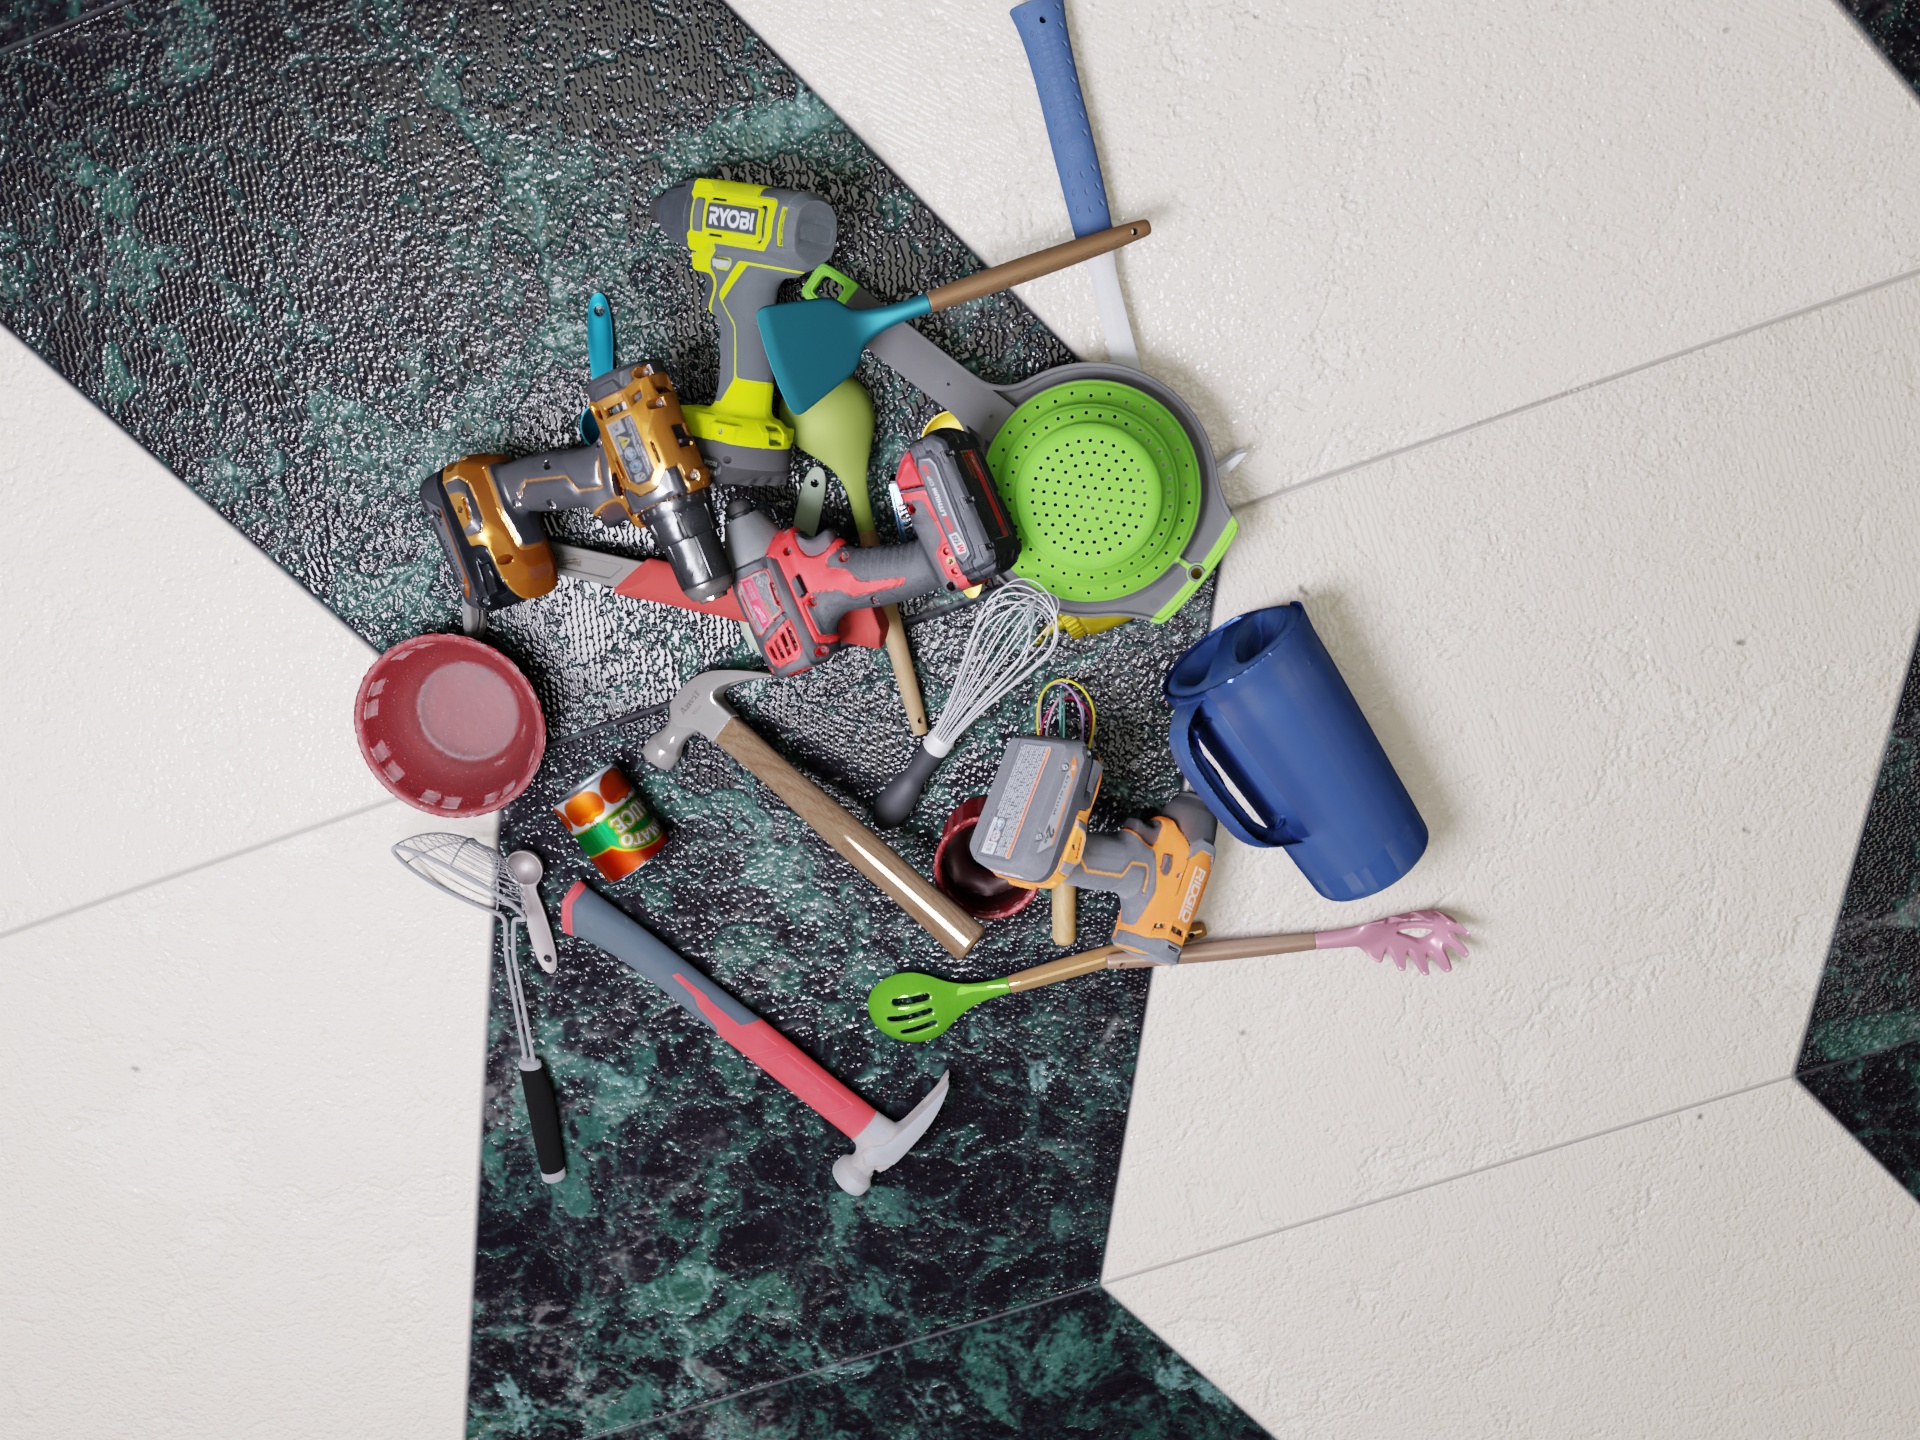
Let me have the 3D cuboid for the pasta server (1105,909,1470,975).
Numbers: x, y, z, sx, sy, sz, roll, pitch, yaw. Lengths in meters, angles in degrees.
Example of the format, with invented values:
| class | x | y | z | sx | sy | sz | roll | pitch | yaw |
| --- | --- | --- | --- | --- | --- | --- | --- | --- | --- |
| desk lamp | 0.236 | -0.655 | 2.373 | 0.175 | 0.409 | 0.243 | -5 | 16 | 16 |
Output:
| class | x | y | z | sx | sy | sz | roll | pitch | yaw |
| --- | --- | --- | --- | --- | --- | --- | --- | --- | --- |
| pasta server | 0.286 | 0.201 | 1.400 | 0.316 | 0.040 | 0.060 | -5 | 119 | -2 |

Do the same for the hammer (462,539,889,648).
| class | x | y | z | sx | sy | sz | roll | pitch | yaw |
| --- | --- | --- | --- | --- | --- | --- | --- | --- | --- |
| hammer | -0.236 | -0.103 | 1.309 | 0.359 | 0.037 | 0.149 | 13 | 104 | 7 |

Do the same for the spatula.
| class | x | y | z | sx | sy | sz | roll | pitch | yaw |
| --- | --- | --- | --- | --- | --- | --- | --- | --- | --- |
| spatula | 0.002 | -0.324 | 1.208 | 0.317 | 0.044 | 0.082 | -21 | 109 | -7 |

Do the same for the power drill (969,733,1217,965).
| class | x | y | z | sx | sy | sz | roll | pitch | yaw |
| --- | --- | --- | --- | --- | --- | --- | --- | --- | --- |
| power drill | 0.127 | 0.093 | 1.317 | 0.226 | 0.084 | 0.164 | 31 | 75 | -37 |

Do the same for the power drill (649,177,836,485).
| class | x | y | z | sx | sy | sz | roll | pitch | yaw |
| --- | --- | --- | --- | --- | --- | --- | --- | --- | --- |
| power drill | -0.188 | -0.306 | 1.244 | 0.171 | 0.080 | 0.223 | 19 | 107 | 33 |

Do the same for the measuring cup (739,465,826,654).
| class | x | y | z | sx | sy | sz | roll | pitch | yaw |
| --- | --- | --- | --- | --- | --- | --- | --- | --- | --- |
| measuring cup | -0.138 | -0.129 | 1.327 | 0.083 | 0.038 | 0.167 | 14 | 106 | -3 |

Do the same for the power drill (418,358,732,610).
| class | x | y | z | sx | sy | sz | roll | pitch | yaw |
| --- | --- | --- | --- | --- | --- | --- | --- | --- | --- |
| power drill | -0.289 | -0.154 | 1.231 | 0.226 | 0.084 | 0.185 | -19 | 98 | 25 |

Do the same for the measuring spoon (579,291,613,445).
| class | x | y | z | sx | sy | sz | roll | pitch | yaw |
| --- | --- | --- | --- | --- | --- | --- | --- | --- | --- |
| measuring spoon | -0.291 | -0.285 | 1.305 | 0.042 | 0.021 | 0.128 | -2 | 95 | 2 |

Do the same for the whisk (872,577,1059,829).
| class | x | y | z | sx | sy | sz | roll | pitch | yaw |
| --- | --- | --- | --- | --- | --- | --- | --- | --- | --- |
| whisk | -0.001 | -0.003 | 1.319 | 0.070 | 0.070 | 0.284 | 31 | 123 | -7 |

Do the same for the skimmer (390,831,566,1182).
| class | x | y | z | sx | sy | sz | roll | pitch | yaw |
| --- | --- | --- | --- | --- | --- | --- | --- | --- | --- |
| skimmer | -0.416 | 0.263 | 1.406 | 0.127 | 0.090 | 0.363 | 8 | 112 | 37 |

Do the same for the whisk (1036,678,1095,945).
| class | x | y | z | sx | sy | sz | roll | pitch | yaw |
| --- | --- | --- | --- | --- | --- | --- | --- | --- | --- |
| whisk | 0.092 | 0.082 | 1.379 | 0.047 | 0.051 | 0.245 | -3 | 108 | -4 |

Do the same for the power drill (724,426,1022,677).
| class | x | y | z | sx | sy | sz | roll | pitch | yaw |
| --- | --- | --- | --- | --- | --- | --- | --- | --- | --- |
| power drill | -0.078 | -0.134 | 1.212 | 0.219 | 0.078 | 0.143 | -23 | 93 | 22 |

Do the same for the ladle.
| class | x | y | z | sx | sy | sz | roll | pitch | yaw |
| --- | --- | --- | --- | --- | --- | --- | --- | --- | --- |
| ladle | -0.077 | -0.136 | 1.328 | 0.078 | 0.062 | 0.320 | -24 | 113 | -23 |

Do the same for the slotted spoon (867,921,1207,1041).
| class | x | y | z | sx | sy | sz | roll | pitch | yaw |
| --- | --- | --- | --- | --- | --- | --- | --- | --- | --- |
| slotted spoon | 0.068 | 0.228 | 1.425 | 0.314 | 0.031 | 0.070 | -16 | 106 | 3 |

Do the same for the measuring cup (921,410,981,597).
| class | x | y | z | sx | sy | sz | roll | pitch | yaw |
| --- | --- | --- | --- | --- | --- | --- | --- | --- | --- |
| measuring cup | 0.001 | -0.180 | 1.321 | 0.062 | 0.029 | 0.156 | -6 | 107 | 2 |

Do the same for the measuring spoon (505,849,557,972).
| class | x | y | z | sx | sy | sz | roll | pitch | yaw |
| --- | --- | --- | --- | --- | --- | --- | --- | --- | --- |
| measuring spoon | -0.378 | 0.169 | 1.423 | 0.034 | 0.018 | 0.124 | -3 | 111 | 12 |

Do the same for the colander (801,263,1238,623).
| class | x | y | z | sx | sy | sz | roll | pitch | yaw |
| --- | --- | --- | --- | --- | --- | --- | --- | --- | --- |
| colander | 0.036 | -0.226 | 1.237 | 0.397 | 0.094 | 0.204 | 37 | 102 | -2 |

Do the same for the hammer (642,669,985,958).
| class | x | y | z | sx | sy | sz | roll | pitch | yaw |
| --- | --- | --- | --- | --- | --- | --- | --- | --- | --- |
| hammer | -0.112 | 0.078 | 1.335 | 0.331 | 0.031 | 0.130 | 40 | 102 | 10 |

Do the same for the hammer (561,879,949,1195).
| class | x | y | z | sx | sy | sz | roll | pitch | yaw |
| --- | --- | --- | --- | --- | --- | --- | --- | --- | --- |
| hammer | -0.191 | 0.263 | 1.431 | 0.386 | 0.038 | 0.143 | 40 | 100 | -9 |

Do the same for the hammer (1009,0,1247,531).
| class | x | y | z | sx | sy | sz | roll | pitch | yaw |
| --- | --- | --- | --- | --- | --- | --- | --- | --- | --- |
| hammer | 0.118 | -0.363 | 1.267 | 0.144 | 0.035 | 0.405 | -15 | 104 | 5 |
